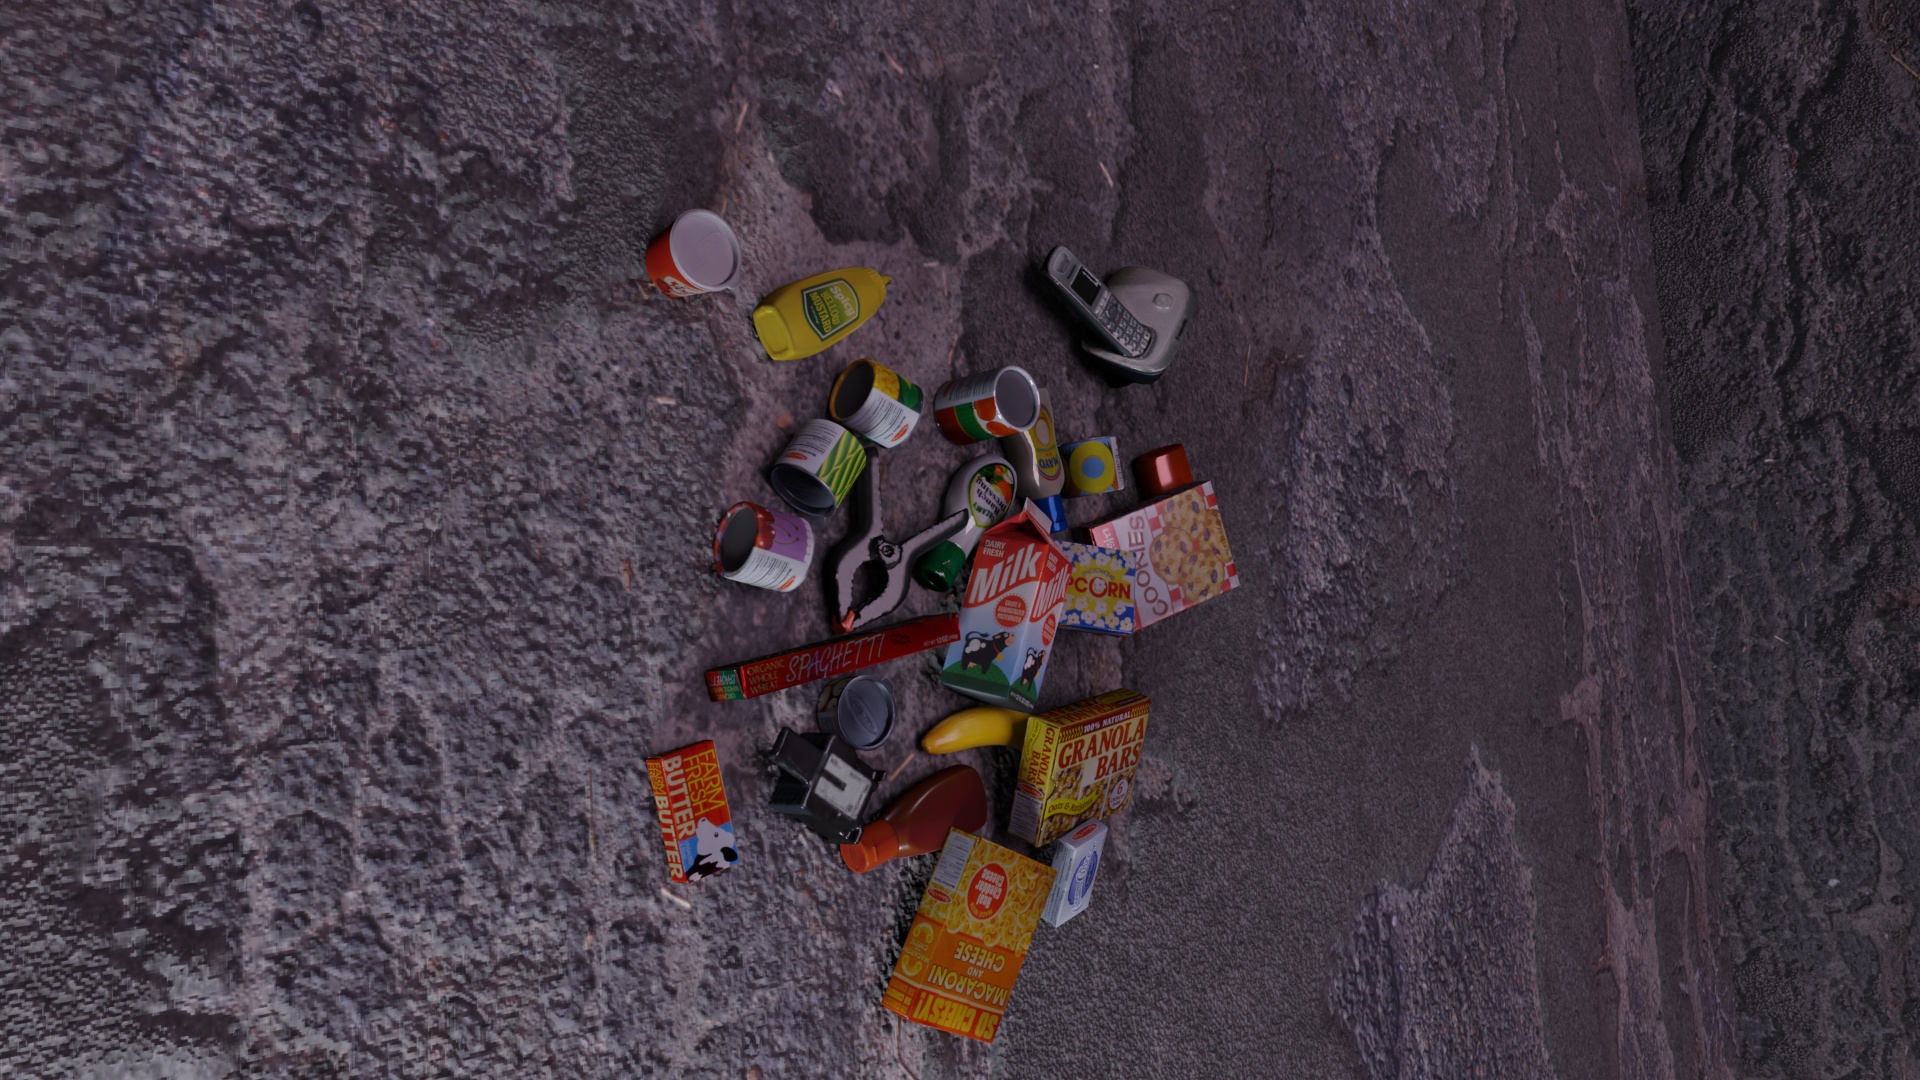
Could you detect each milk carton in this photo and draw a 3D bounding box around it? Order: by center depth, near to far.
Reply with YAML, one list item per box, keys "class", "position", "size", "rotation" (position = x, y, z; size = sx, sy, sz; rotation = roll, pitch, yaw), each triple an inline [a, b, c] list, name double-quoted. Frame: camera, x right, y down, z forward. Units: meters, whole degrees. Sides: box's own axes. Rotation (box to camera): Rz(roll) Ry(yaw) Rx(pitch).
- class: "milk carton"
  position: [0.050, 0.059, 1.316]
  size: [0.072, 0.073, 0.191]
  rotation: [42, 62, -60]

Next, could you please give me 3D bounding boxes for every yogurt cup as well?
- class: "yogurt cup"
  position: [-0.222, -0.233, 1.142]
  size: [0.072, 0.054, 0.072]
  rotation: [8, 78, -43]

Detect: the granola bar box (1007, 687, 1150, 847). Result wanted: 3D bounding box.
- class: "granola bar box"
  position: [0.120, 0.220, 1.368]
  size: [0.166, 0.039, 0.124]
  rotation: [-7, 111, -51]

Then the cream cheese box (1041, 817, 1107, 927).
- class: "cream cheese box"
  position: [0.110, 0.326, 1.362]
  size: [0.053, 0.024, 0.103]
  rotation: [-19, 129, -43]

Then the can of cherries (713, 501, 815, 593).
- class: "can of cherries"
  position: [-0.164, 0.004, 1.155]
  size: [0.058, 0.071, 0.071]
  rotation: [18, 71, -40]

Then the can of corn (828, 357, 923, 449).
- class: "can of corn"
  position: [-0.078, -0.126, 1.259]
  size: [0.058, 0.071, 0.071]
  rotation: [27, 66, -38]

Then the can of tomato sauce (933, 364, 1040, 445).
- class: "can of tomato sauce"
  position: [0.027, -0.130, 1.346]
  size: [0.071, 0.083, 0.071]
  rotation: [8, 78, -43]

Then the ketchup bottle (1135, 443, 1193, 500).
- class: "ketchup bottle"
  position: [0.245, -0.031, 1.568]
  size: [0.065, 0.043, 0.148]
  rotation: [-25, 101, -42]

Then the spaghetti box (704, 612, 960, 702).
- class: "spaghetti box"
  position: [-0.105, 0.099, 1.206]
  size: [0.251, 0.050, 0.028]
  rotation: [-12, 91, -44]

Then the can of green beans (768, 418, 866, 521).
- class: "can of green beans"
  position: [-0.123, -0.063, 1.203]
  size: [0.071, 0.071, 0.058]
  rotation: [50, 53, -27]

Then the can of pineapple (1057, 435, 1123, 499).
- class: "can of pineapple"
  position: [0.132, -0.076, 1.453]
  size: [0.071, 0.071, 0.058]
  rotation: [-11, 92, -44]

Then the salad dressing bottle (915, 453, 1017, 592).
- class: "salad dressing bottle"
  position: [0.005, -0.017, 1.334]
  size: [0.064, 0.044, 0.148]
  rotation: [46, 55, -26]

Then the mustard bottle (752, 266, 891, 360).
- class: "mustard bottle"
  position: [-0.113, -0.214, 1.248]
  size: [0.161, 0.048, 0.065]
  rotation: [-36, 110, -41]

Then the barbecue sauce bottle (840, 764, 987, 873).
- class: "barbecue sauce bottle"
  position: [-0.041, 0.254, 1.248]
  size: [0.149, 0.043, 0.064]
  rotation: [-18, 100, -43]

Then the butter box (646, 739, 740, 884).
- class: "butter box"
  position: [-0.212, 0.214, 1.102]
  size: [0.053, 0.024, 0.103]
  rotation: [-15, 94, -45]

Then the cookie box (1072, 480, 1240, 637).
- class: "cookie box"
  position: [0.213, 0.018, 1.500]
  size: [0.168, 0.040, 0.122]
  rotation: [-21, 98, -26]

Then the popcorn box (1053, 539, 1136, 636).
- class: "popcorn box"
  position: [0.114, 0.047, 1.404]
  size: [0.127, 0.038, 0.085]
  rotation: [9, 77, -20]

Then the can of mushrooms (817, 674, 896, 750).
- class: "can of mushrooms"
  position: [-0.090, 0.150, 1.223]
  size: [0.071, 0.033, 0.071]
  rotation: [8, 77, -42]

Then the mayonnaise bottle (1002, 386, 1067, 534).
- class: "mayonnaise bottle"
  position: [0.077, -0.080, 1.415]
  size: [0.065, 0.041, 0.148]
  rotation: [-17, 95, -46]

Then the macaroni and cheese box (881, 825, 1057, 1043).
- class: "macaroni and cheese box"
  position: [0.010, 0.357, 1.257]
  size: [0.123, 0.040, 0.167]
  rotation: [34, 74, -41]
